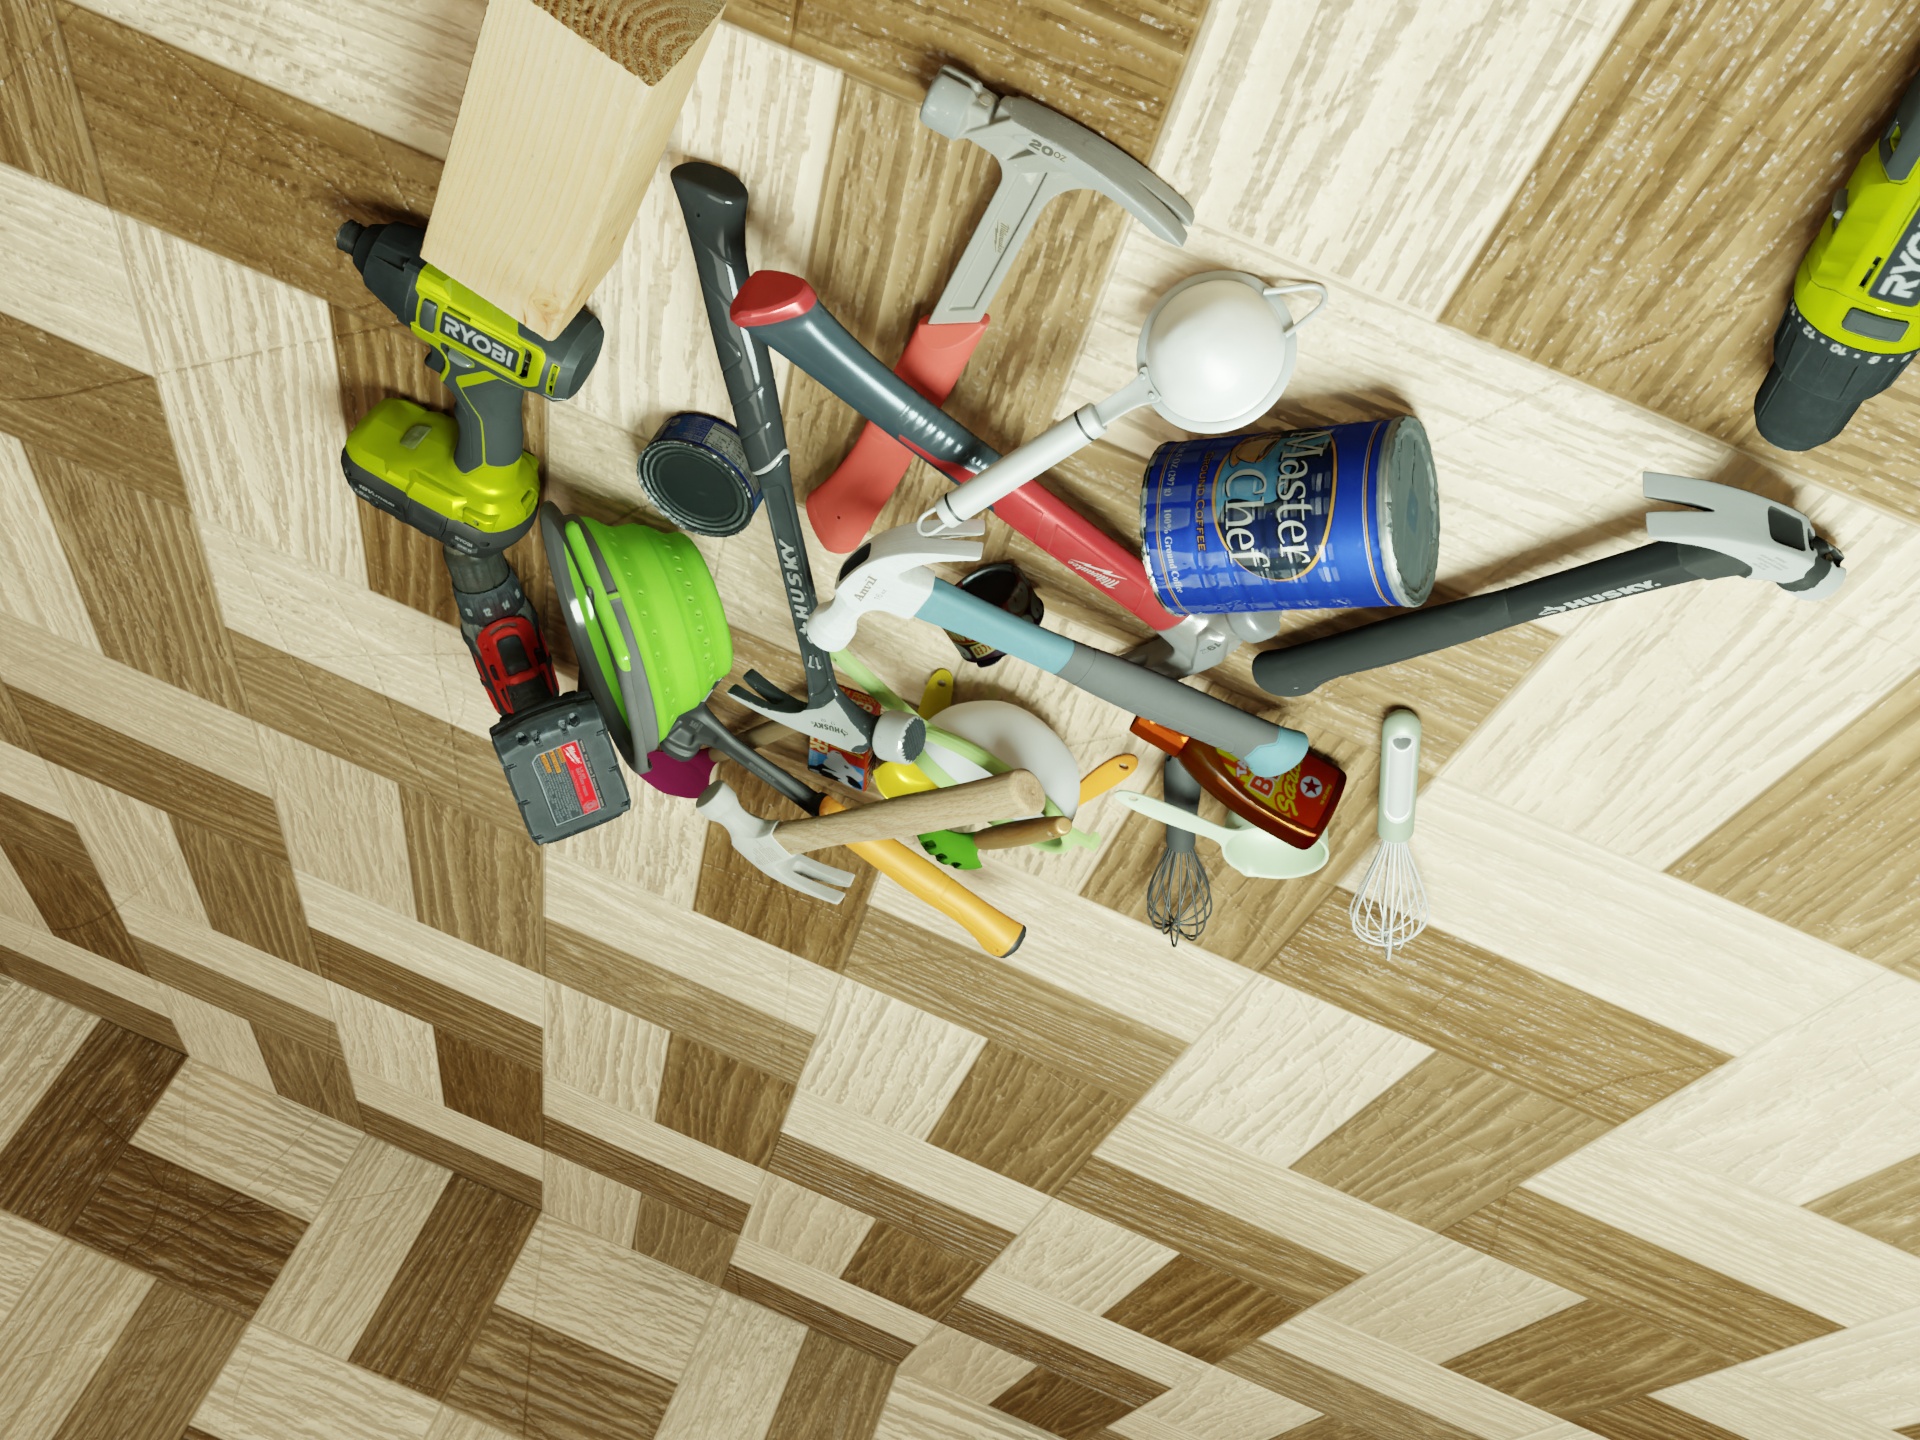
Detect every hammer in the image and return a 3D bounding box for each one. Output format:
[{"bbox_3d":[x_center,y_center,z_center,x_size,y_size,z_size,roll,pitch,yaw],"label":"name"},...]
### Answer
[{"bbox_3d":[0.016,-0.134,0.960,0.386,0.038,0.143,33,145,-28],"label":"hammer"},{"bbox_3d":[0.302,-0.064,0.911,0.146,0.035,0.335,15,160,-37],"label":"hammer"},{"bbox_3d":[-0.085,0.084,1.276,0.336,0.034,0.127,36,149,-7],"label":"hammer"},{"bbox_3d":[-0.009,-0.206,0.935,0.149,0.037,0.359,29,144,-7],"label":"hammer"},{"bbox_3d":[0.076,-0.035,1.013,0.330,0.033,0.128,22,137,-19],"label":"hammer"},{"bbox_3d":[-0.120,-0.148,1.010,0.149,0.036,0.408,13,132,28],"label":"hammer"},{"bbox_3d":[-0.061,0.077,1.184,0.331,0.031,0.130,-14,127,47],"label":"hammer"}]

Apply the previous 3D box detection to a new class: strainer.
[{"bbox_3d":[0.077,-0.165,0.859,0.258,0.050,0.087,-29,77,26],"label":"strainer"},{"bbox_3d":[-0.002,-0.004,1.160,0.256,0.069,0.151,42,164,-19],"label":"strainer"}]

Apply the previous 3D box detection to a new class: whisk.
[{"bbox_3d":[0.167,0.094,1.215,0.055,0.055,0.238,12,139,17],"label":"whisk"},{"bbox_3d":[0.306,0.084,1.121,0.058,0.059,0.246,0,135,12],"label":"whisk"}]

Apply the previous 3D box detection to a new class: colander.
[{"bbox_3d":[-0.244,-0.053,1.222,0.204,0.094,0.397,67,162,7],"label":"colander"}]

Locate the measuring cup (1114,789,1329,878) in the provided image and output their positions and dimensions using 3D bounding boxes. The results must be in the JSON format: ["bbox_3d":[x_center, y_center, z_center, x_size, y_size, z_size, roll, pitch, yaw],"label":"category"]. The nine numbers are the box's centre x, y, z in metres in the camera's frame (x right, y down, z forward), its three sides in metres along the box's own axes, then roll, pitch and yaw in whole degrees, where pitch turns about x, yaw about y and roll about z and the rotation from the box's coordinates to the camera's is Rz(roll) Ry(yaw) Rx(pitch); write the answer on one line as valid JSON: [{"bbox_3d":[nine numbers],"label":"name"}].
[{"bbox_3d":[0.189,0.067,1.150,0.167,0.038,0.083,20,145,-12],"label":"measuring cup"}]

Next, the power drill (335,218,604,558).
[{"bbox_3d":[-0.344,-0.225,1.073,0.171,0.080,0.223,28,141,-6],"label":"power drill"}]

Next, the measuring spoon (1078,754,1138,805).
[{"bbox_3d":[0.102,0.054,1.228,0.021,0.011,0.117,33,144,-12],"label":"measuring spoon"}]

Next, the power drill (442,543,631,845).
[{"bbox_3d":[-0.338,-0.035,1.226,0.227,0.080,0.187,53,159,44],"label":"power drill"}]

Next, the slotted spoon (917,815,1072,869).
[{"bbox_3d":[0.022,0.088,1.204,0.070,0.031,0.314,39,164,-9],"label":"slotted spoon"}]

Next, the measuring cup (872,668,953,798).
[{"bbox_3d":[-0.026,0.010,1.243,0.062,0.029,0.156,22,133,3],"label":"measuring cup"}]

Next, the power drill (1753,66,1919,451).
[{"bbox_3d":[0.475,-0.168,0.673,0.228,0.080,0.190,19,144,11],"label":"power drill"}]

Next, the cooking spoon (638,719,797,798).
[{"bbox_3d":[-0.192,0.023,1.332,0.068,0.017,0.319,41,148,-22],"label":"cooking spoon"}]
